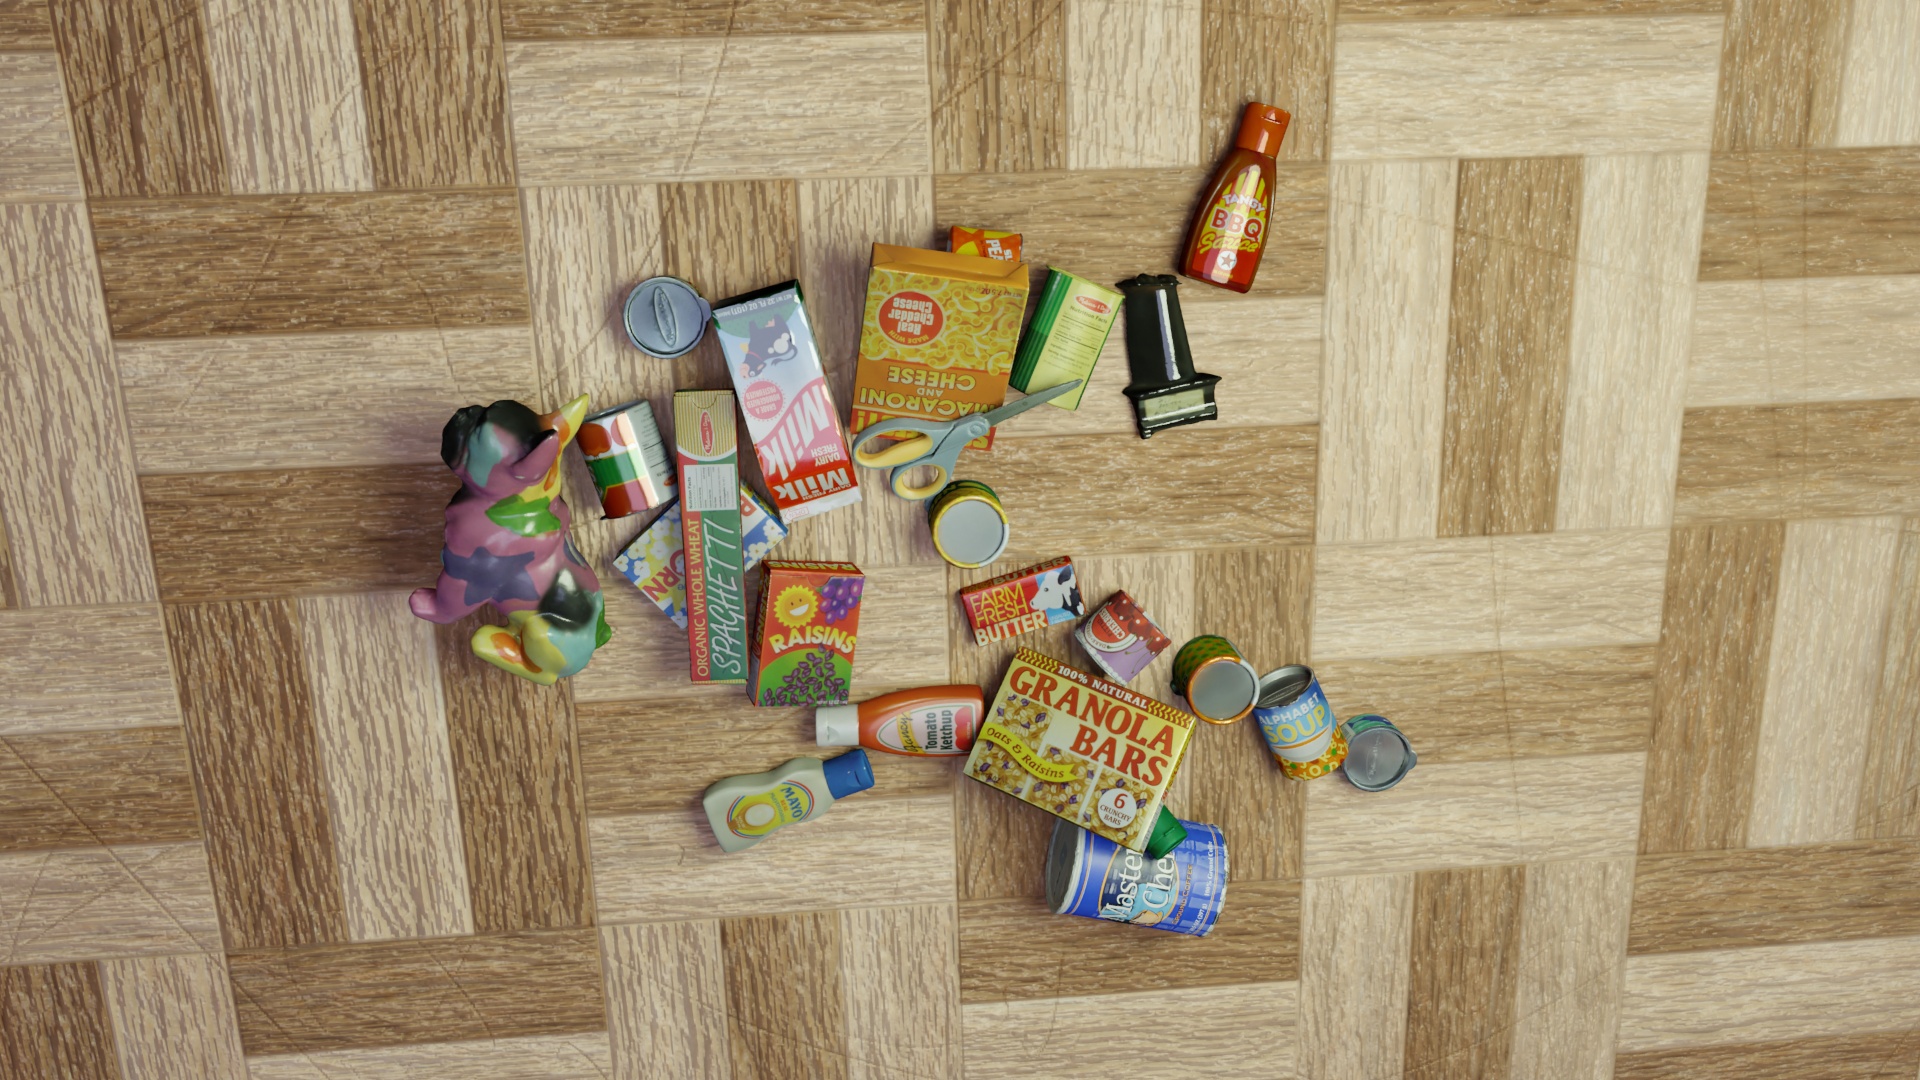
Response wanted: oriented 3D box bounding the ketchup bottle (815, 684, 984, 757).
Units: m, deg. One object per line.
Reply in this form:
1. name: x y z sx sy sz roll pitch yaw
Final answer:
1. ketchup bottle: -0.054 0.162 1.236 0.149 0.044 0.064 -2 111 -4

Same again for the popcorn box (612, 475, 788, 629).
1. popcorn box: -0.220 0.002 1.182 0.126 0.038 0.085 -42 105 7

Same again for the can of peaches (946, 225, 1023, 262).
1. can of peaches: 0.017 -0.220 1.127 0.058 0.071 0.071 6 104 -5

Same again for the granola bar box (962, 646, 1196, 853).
1. granola bar box: 0.104 0.179 1.197 0.166 0.039 0.124 21 79 19

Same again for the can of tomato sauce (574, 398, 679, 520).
1. can of tomato sauce: -0.277 -0.067 1.145 0.071 0.071 0.083 -17 105 0

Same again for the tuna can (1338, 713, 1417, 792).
1. tuna can: 0.383 0.196 1.287 0.071 0.033 0.071 -1 105 -4

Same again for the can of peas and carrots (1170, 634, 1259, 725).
1. can of peas and carrots: 0.226 0.126 1.242 0.071 0.059 0.070 -1 104 -4

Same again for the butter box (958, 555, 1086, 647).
1. butter box: 0.055 0.054 1.226 0.103 0.024 0.053 -17 106 0

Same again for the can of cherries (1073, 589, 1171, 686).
1. can of cherries: 0.141 0.084 1.218 0.058 0.071 0.071 -43 104 7

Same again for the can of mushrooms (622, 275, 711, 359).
1. can of mushrooms: -0.237 -0.183 1.135 0.071 0.033 0.071 -1 104 -4

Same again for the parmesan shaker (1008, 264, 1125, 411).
1. parmesan shaker: 0.083 -0.168 1.149 0.071 0.071 0.102 21 103 -10

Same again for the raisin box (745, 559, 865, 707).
1. raisin box: -0.135 0.080 1.198 0.086 0.040 0.123 3 105 -23

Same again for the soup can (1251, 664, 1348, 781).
1. soup can: 0.304 0.166 1.253 0.071 0.071 0.083 -28 106 3

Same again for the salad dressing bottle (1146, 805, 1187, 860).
1. salad dressing bottle: 0.139 0.213 1.225 0.064 0.043 0.148 -31 66 -21

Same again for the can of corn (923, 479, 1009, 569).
1. can of corn: 0.004 -0.015 1.186 0.071 0.058 0.071 -1 105 -5

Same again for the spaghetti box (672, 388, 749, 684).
1. spaghetti box: -0.204 -0.001 1.146 0.050 0.029 0.249 -2 104 -4

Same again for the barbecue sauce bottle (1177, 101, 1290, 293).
1. barbecue sauce bottle: 0.230 -0.282 1.143 0.065 0.044 0.148 15 103 -8

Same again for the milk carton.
1. milk carton: -0.140 -0.111 1.141 0.072 0.073 0.190 -17 106 -1

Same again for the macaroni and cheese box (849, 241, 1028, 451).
1. macaroni and cheese box: -0.020 -0.153 1.120 0.124 0.040 0.165 7 134 -6

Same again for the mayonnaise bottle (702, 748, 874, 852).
1. mayonnaise bottle: -0.152 0.227 1.246 0.148 0.041 0.064 -20 105 1
